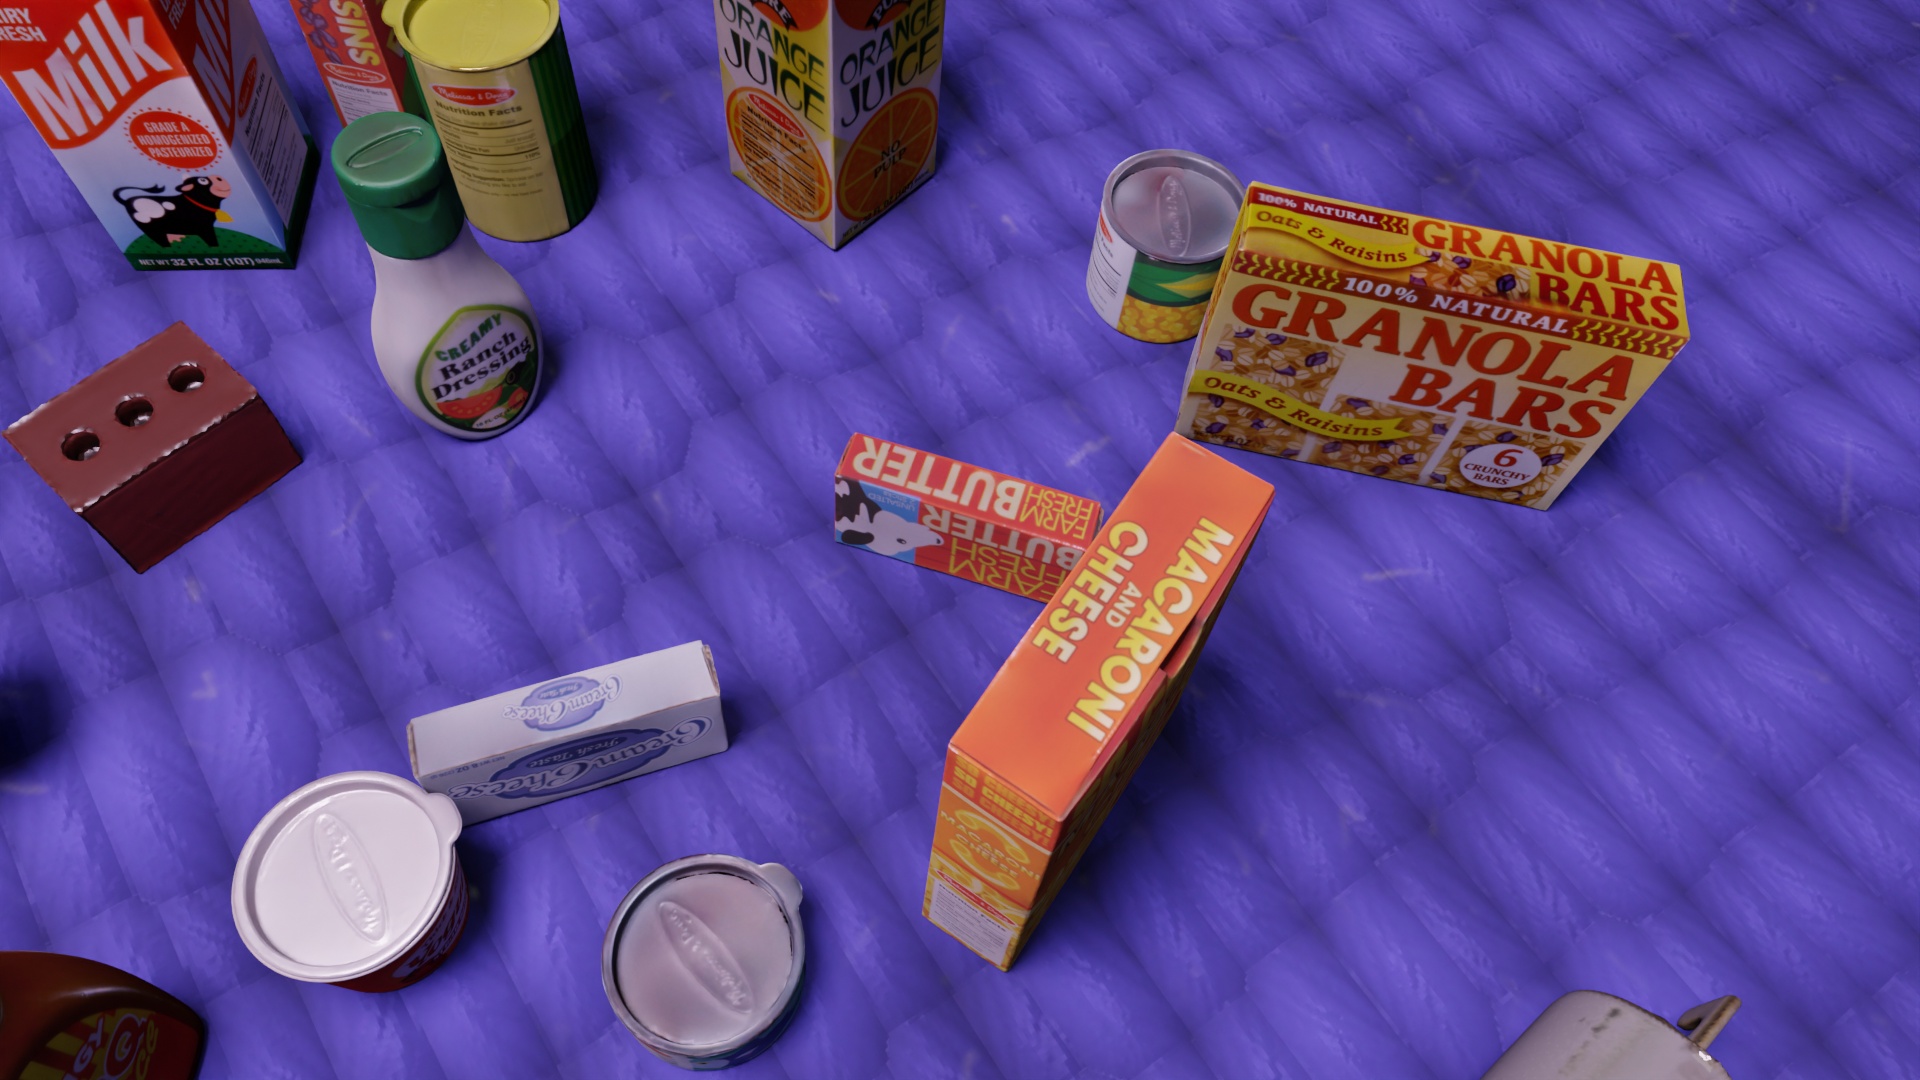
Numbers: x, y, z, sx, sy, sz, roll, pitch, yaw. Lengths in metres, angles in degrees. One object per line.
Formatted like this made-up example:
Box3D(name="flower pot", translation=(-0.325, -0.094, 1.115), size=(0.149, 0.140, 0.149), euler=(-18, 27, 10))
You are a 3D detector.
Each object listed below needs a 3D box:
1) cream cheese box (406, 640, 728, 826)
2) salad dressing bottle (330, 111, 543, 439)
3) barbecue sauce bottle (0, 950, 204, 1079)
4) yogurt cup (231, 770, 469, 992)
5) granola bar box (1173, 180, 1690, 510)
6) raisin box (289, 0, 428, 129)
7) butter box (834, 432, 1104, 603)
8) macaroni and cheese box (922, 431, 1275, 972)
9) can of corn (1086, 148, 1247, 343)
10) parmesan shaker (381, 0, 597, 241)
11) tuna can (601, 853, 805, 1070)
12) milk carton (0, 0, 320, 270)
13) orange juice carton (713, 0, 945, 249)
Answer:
Box3D(name="cream cheese box", translation=(-0.136, 0.069, 0.496), size=(0.104, 0.053, 0.024), euler=(-15, 62, -13))
Box3D(name="salad dressing bottle", translation=(-0.200, -0.097, 0.533), size=(0.064, 0.147, 0.044), euler=(-35, 68, -21))
Box3D(name="barbecue sauce bottle", translation=(-0.268, 0.144, 0.387), size=(0.044, 0.147, 0.065), euler=(18, 60, 6))
Box3D(name="yogurt cup", translation=(-0.198, 0.117, 0.463), size=(0.072, 0.053, 0.073), euler=(2, 60, -3))
Box3D(name="granola bar box", translation=(0.181, -0.075, 0.564), size=(0.166, 0.123, 0.039), euler=(12, 60, 2))
Box3D(name="raisin box", translation=(-0.263, -0.251, 0.632), size=(0.040, 0.122, 0.086), euler=(12, 60, 3))
Box3D(name="butter box", translation=(0.002, -0.007, 0.551), size=(0.103, 0.053, 0.024), euler=(16, 60, 5))
Box3D(name="macaroni and cheese box", translation=(0.040, 0.060, 0.450), size=(0.040, 0.165, 0.124), euler=(31, 63, 13))
Box3D(name="can of corn", translation=(0.095, -0.132, 0.628), size=(0.071, 0.058, 0.071), euler=(2, 60, -3))
Box3D(name="parmesan shaker", translation=(-0.204, -0.191, 0.613), size=(0.071, 0.102, 0.071), euler=(2, 60, -3))
Box3D(name="tuna can", translation=(-0.083, 0.141, 0.470), size=(0.071, 0.032, 0.071), euler=(2, 60, -3))
Box3D(name="milk carton", translation=(-0.330, -0.198, 0.557), size=(0.072, 0.189, 0.074), euler=(-1, 60, -5))
Box3D(name="orange juice carton", translation=(-0.056, -0.224, 0.592), size=(0.073, 0.191, 0.072), euler=(39, 65, 17))
